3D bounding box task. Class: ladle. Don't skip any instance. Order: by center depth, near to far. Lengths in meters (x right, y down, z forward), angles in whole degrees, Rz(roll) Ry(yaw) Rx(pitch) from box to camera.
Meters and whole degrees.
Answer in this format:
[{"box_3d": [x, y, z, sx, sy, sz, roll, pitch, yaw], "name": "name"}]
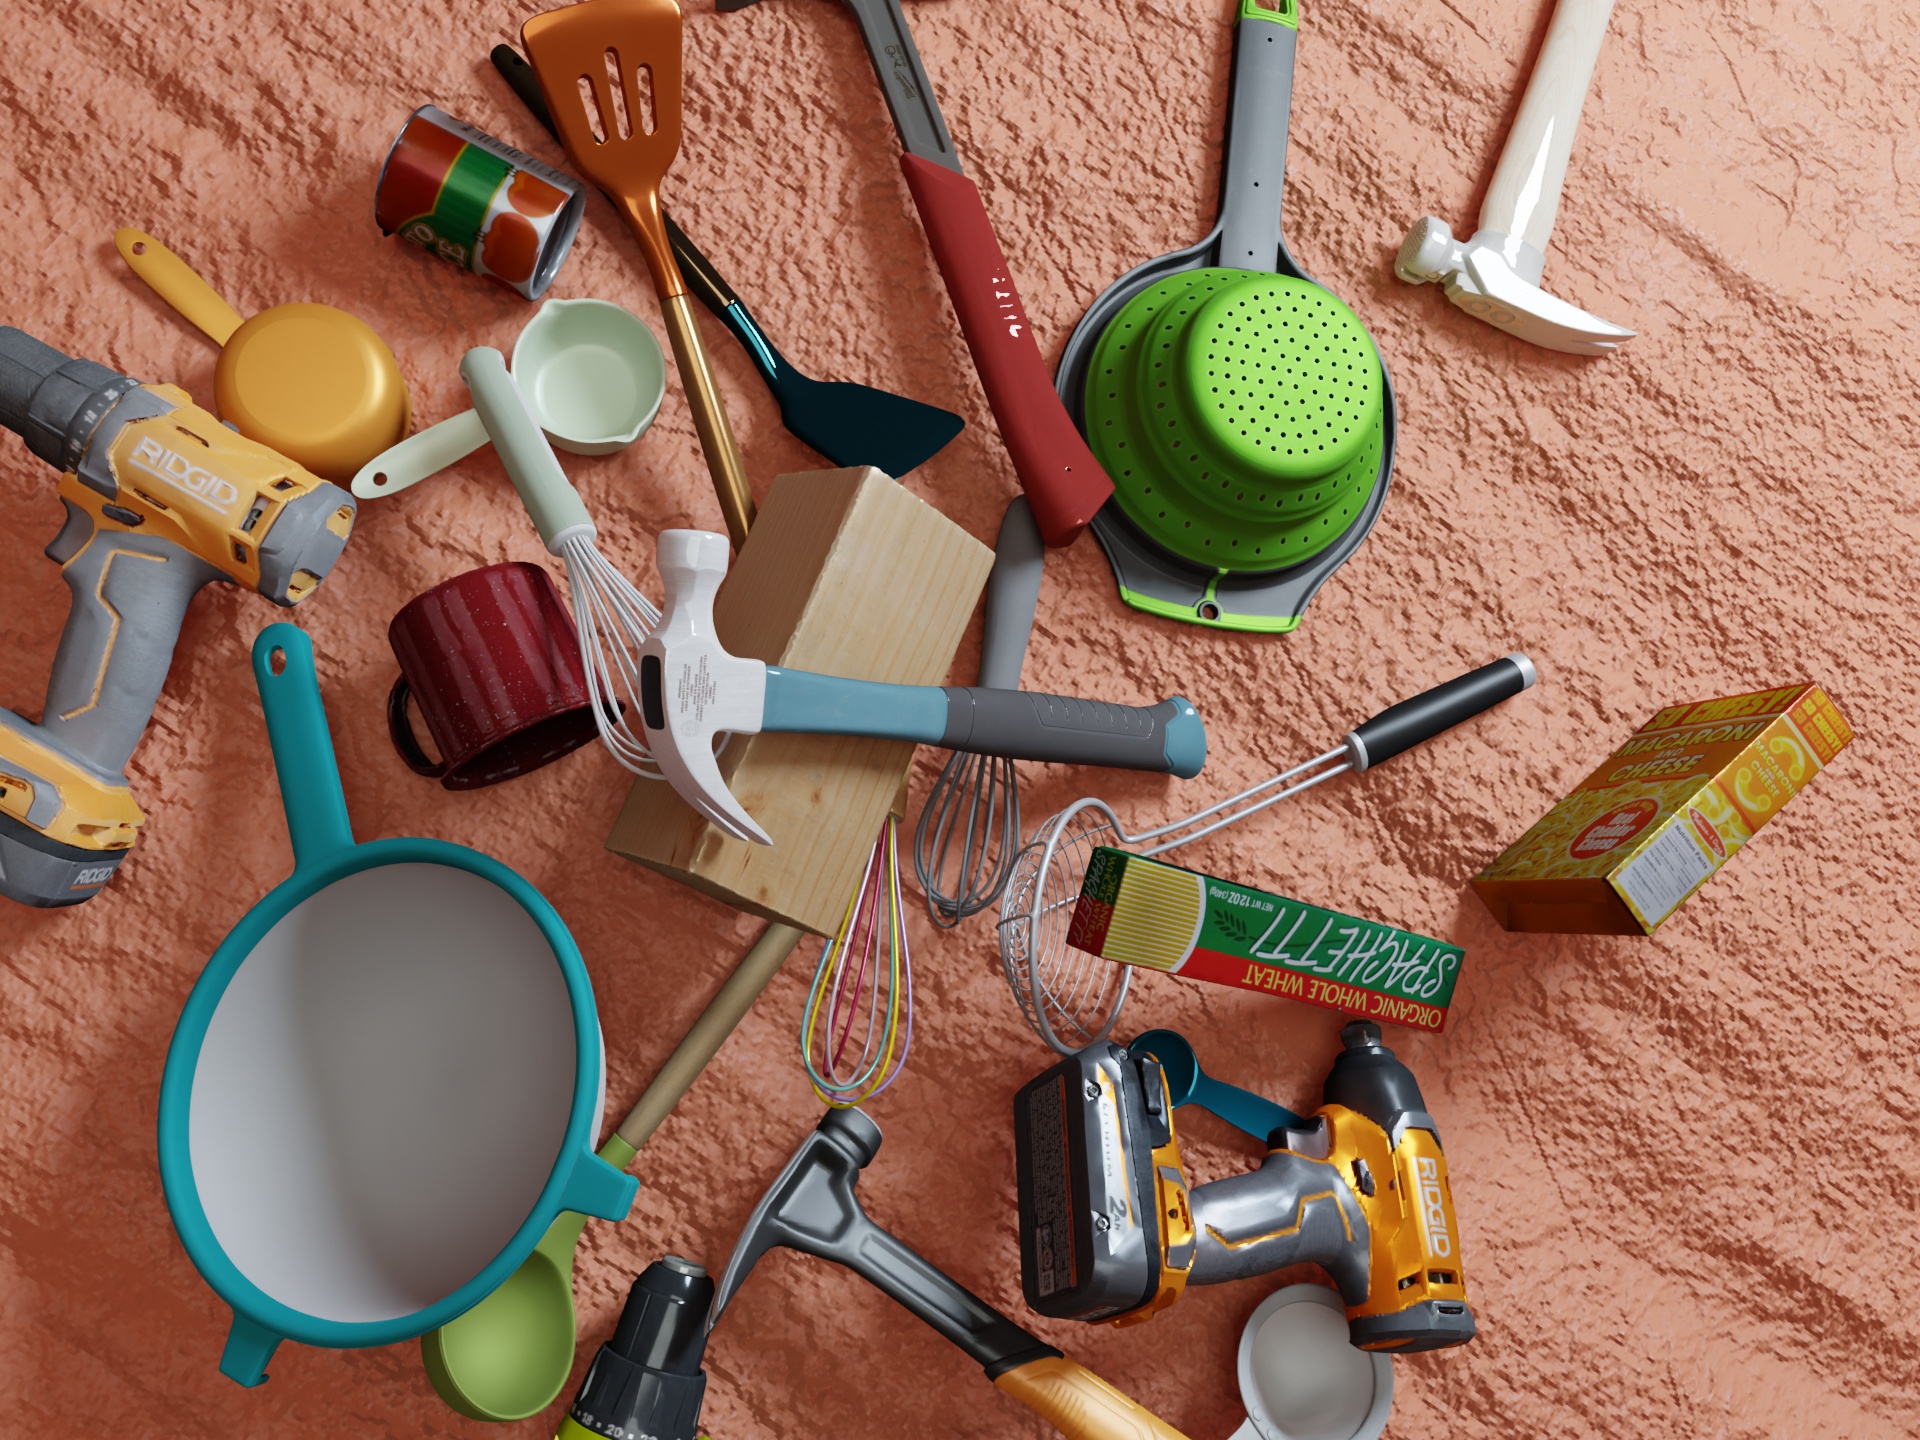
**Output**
[{"box_3d": [-0.138, 0.184, 0.762, 0.078, 0.062, 0.320, 47, 70, -30], "name": "ladle"}]

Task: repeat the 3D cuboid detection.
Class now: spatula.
[{"box_3d": [-0.134, -0.188, 0.792, 0.081, 0.041, 0.322, -20, 100, -23], "name": "spatula"}, {"box_3d": [-0.133, -0.242, 0.834, 0.317, 0.044, 0.082, 47, 52, 0], "name": "spatula"}]

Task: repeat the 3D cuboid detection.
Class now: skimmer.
[{"box_3d": [0.175, 0.051, 0.830, 0.363, 0.090, 0.127, -24, 118, -17], "name": "skimmer"}]

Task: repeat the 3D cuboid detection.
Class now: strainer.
[{"box_3d": [-0.261, 0.111, 0.735, 0.211, 0.095, 0.341, -26, 66, 7], "name": "strainer"}, {"box_3d": [0.125, 0.359, 0.771, 0.258, 0.050, 0.087, -28, 78, -32], "name": "strainer"}]

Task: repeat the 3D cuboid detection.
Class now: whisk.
[{"box_3d": [-0.176, -0.078, 0.740, 0.059, 0.057, 0.246, -26, 73, -13], "name": "whisk"}, {"box_3d": [-0.045, 0.069, 0.792, 0.051, 0.047, 0.245, 17, 66, -23], "name": "whisk"}, {"box_3d": [0.015, -0.009, 0.829, 0.055, 0.055, 0.239, 13, 75, -10], "name": "whisk"}]

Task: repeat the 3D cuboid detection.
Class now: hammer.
[{"box_3d": [0.046, 0.316, 0.730, 0.337, 0.034, 0.127, 33, 45, 7], "name": "hammer"}, {"box_3d": [-0.001, -0.002, 0.753, 0.330, 0.033, 0.128, 6, 90, -40], "name": "hammer"}, {"box_3d": [-0.009, -0.260, 0.853, 0.149, 0.036, 0.359, -17, 81, -14], "name": "hammer"}, {"box_3d": [0.386, -0.423, 0.974, 0.146, 0.038, 0.411, 21, 78, -10], "name": "hammer"}]

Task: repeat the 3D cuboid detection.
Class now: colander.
[{"box_3d": [0.168, -0.251, 0.871, 0.204, 0.094, 0.397, 8, 80, -11], "name": "colander"}]

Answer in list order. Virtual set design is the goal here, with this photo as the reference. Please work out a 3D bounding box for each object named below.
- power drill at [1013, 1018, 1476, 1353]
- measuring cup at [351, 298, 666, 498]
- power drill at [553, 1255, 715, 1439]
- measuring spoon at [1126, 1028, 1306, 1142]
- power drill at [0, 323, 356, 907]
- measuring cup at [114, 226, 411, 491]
[{"box_3d": [0.142, 0.218, 0.778, 0.226, 0.084, 0.164, 12, 58, -23], "name": "power drill"}, {"box_3d": [-0.227, -0.150, 0.804, 0.167, 0.038, 0.083, -31, 89, -13], "name": "measuring cup"}, {"box_3d": [-0.082, 0.370, 0.735, 0.228, 0.080, 0.191, 19, 77, -6], "name": "power drill"}, {"box_3d": [0.137, 0.201, 0.840, 0.128, 0.021, 0.042, 28, 74, -16], "name": "measuring spoon"}, {"box_3d": [-0.411, -0.053, 0.716, 0.185, 0.084, 0.226, 30, 83, -5], "name": "power drill"}, {"box_3d": [-0.348, -0.187, 0.774, 0.173, 0.052, 0.095, 42, 76, -5], "name": "measuring cup"}]
